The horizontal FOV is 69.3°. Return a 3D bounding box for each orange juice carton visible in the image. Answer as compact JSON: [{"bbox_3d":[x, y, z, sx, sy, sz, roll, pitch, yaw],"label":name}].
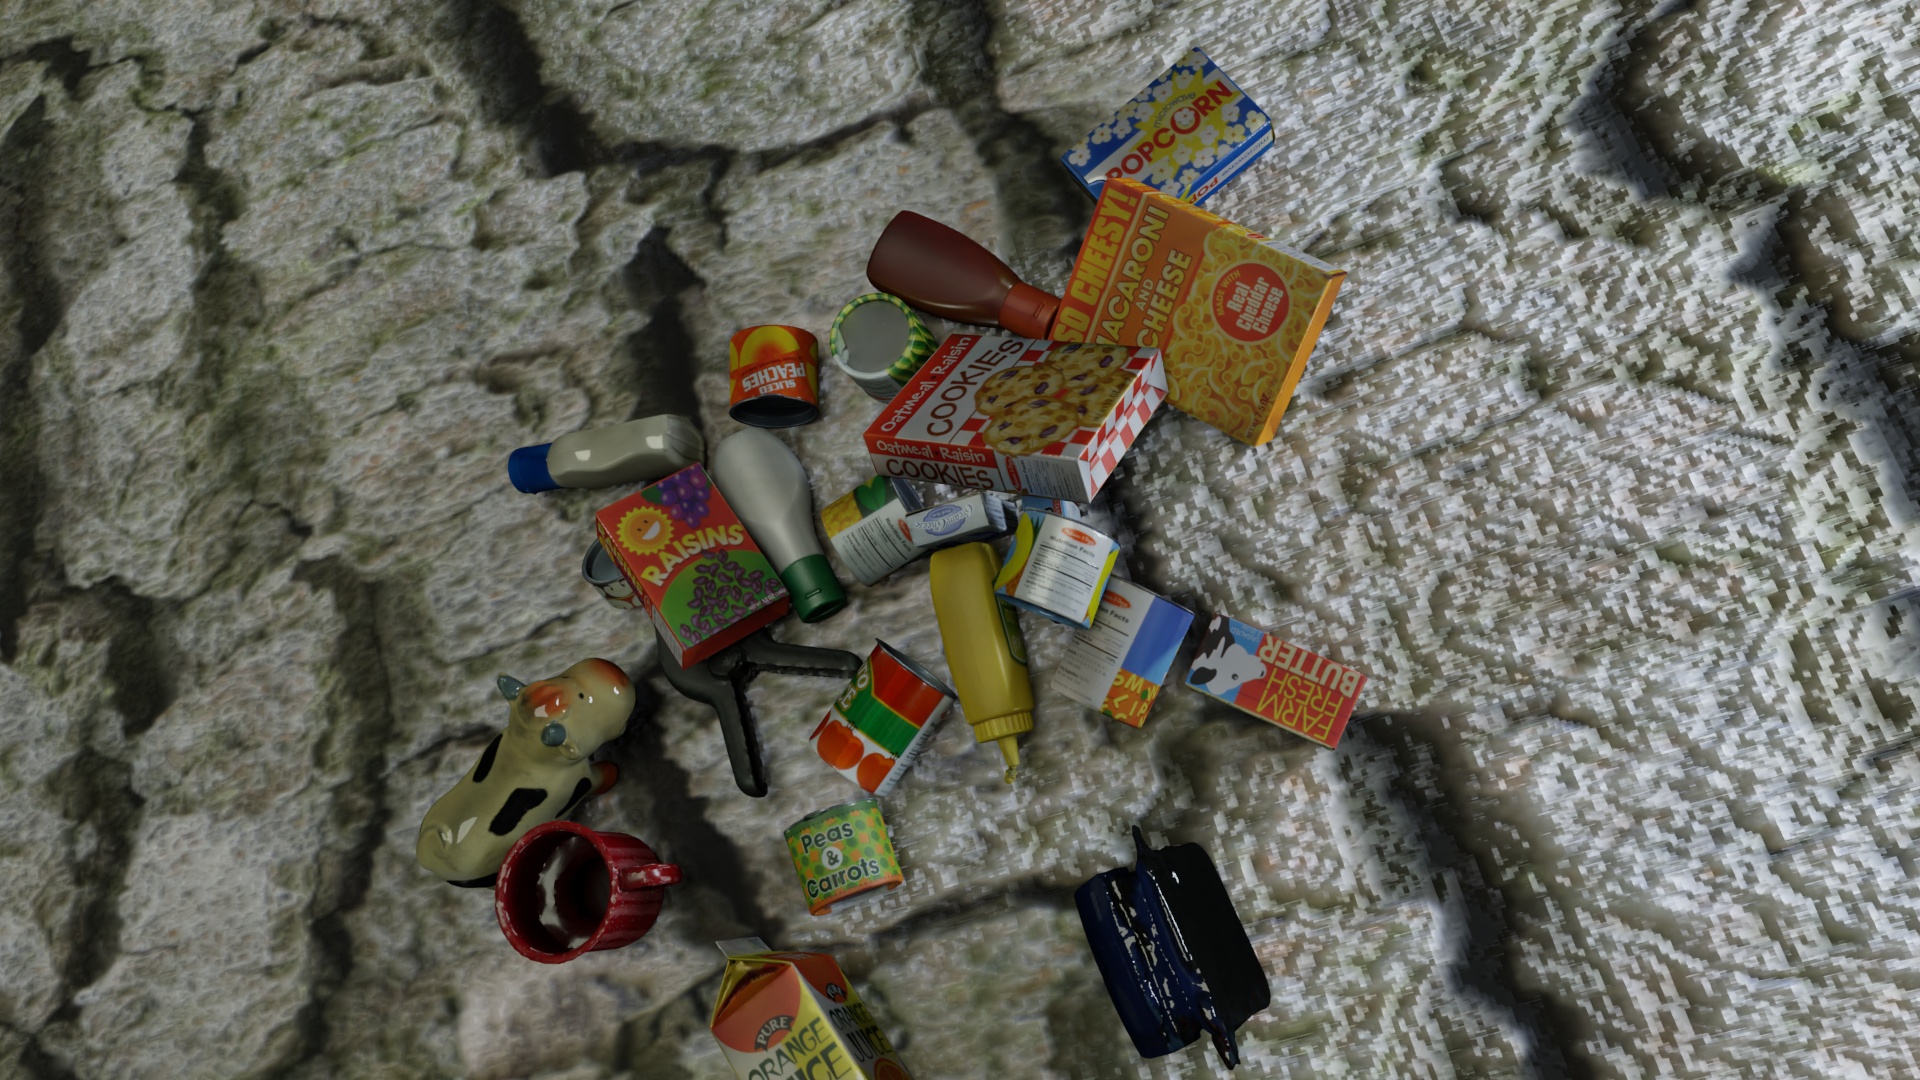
[{"bbox_3d":[-0.093,0.336,0.893,0.073,0.071,0.193,-40,69,4],"label":"orange juice carton"}]

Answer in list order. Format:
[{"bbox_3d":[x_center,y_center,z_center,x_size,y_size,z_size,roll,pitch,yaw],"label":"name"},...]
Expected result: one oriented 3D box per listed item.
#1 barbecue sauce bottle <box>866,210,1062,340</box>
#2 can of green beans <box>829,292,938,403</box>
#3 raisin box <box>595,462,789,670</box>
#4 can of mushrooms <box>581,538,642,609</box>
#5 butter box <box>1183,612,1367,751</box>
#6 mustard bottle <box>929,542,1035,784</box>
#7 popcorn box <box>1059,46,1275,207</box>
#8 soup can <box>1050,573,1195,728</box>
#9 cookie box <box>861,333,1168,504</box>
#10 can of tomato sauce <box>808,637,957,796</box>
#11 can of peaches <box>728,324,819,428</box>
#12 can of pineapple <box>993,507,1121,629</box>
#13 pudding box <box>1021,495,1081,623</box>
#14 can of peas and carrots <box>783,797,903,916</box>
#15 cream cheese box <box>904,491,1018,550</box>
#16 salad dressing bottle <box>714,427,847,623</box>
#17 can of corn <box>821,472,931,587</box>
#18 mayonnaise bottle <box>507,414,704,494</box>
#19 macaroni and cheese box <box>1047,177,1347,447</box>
[{"bbox_3d":[0.007,-0.185,1.008,0.149,0.043,0.065,28,86,21],"label":"barbecue sauce bottle"},{"bbox_3d":[-0.055,-0.139,1.007,0.071,0.057,0.071,-4,76,16],"label":"can of green beans"},{"bbox_3d":[-0.188,0.016,0.974,0.086,0.040,0.123,-30,72,-22],"label":"raisin box"},{"bbox_3d":[-0.240,0.015,1.025,0.071,0.033,0.071,-18,42,17],"label":"can of mushrooms"},{"bbox_3d":[0.201,0.090,0.889,0.103,0.024,0.053,23,85,21],"label":"butter box"},{"bbox_3d":[0.020,0.083,0.929,0.049,0.065,0.160,-17,79,17],"label":"mustard bottle"},{"bbox_3d":[0.148,-0.278,0.990,0.126,0.038,0.085,-39,70,5],"label":"popcorn box"},{"bbox_3d":[0.106,0.072,0.901,0.071,0.071,0.084,25,89,21],"label":"soup can"},{"bbox_3d":[0.036,-0.084,0.926,0.167,0.040,0.123,9,45,33],"label":"cookie box"},{"bbox_3d":[-0.054,0.119,0.938,0.071,0.071,0.083,35,90,21],"label":"can of tomato sauce"},{"bbox_3d":[-0.137,-0.121,1.021,0.071,0.071,0.058,-6,74,16],"label":"can of peaches"},{"bbox_3d":[0.061,0.018,0.875,0.071,0.071,0.058,19,82,20],"label":"can of pineapple"},{"bbox_3d":[0.066,0.011,0.937,0.030,0.049,0.084,-12,73,16],"label":"pudding box"},{"bbox_3d":[-0.078,0.210,0.920,0.071,0.071,0.059,-25,71,10],"label":"can of peas and carrots"},{"bbox_3d":[0.003,-0.012,0.932,0.053,0.104,0.024,-17,84,13],"label":"cream cheese box"},{"bbox_3d":[-0.129,-0.011,1.006,0.064,0.044,0.148,-28,71,-1],"label":"salad dressing bottle"},{"bbox_3d":[-0.056,-0.010,0.973,0.058,0.071,0.071,-32,70,8],"label":"can of corn"},{"bbox_3d":[-0.272,-0.063,1.055,0.148,0.064,0.041,-7,76,19],"label":"mayonnaise bottle"},{"bbox_3d":[0.154,-0.155,0.931,0.167,0.040,0.123,30,115,22],"label":"macaroni and cheese box"}]
